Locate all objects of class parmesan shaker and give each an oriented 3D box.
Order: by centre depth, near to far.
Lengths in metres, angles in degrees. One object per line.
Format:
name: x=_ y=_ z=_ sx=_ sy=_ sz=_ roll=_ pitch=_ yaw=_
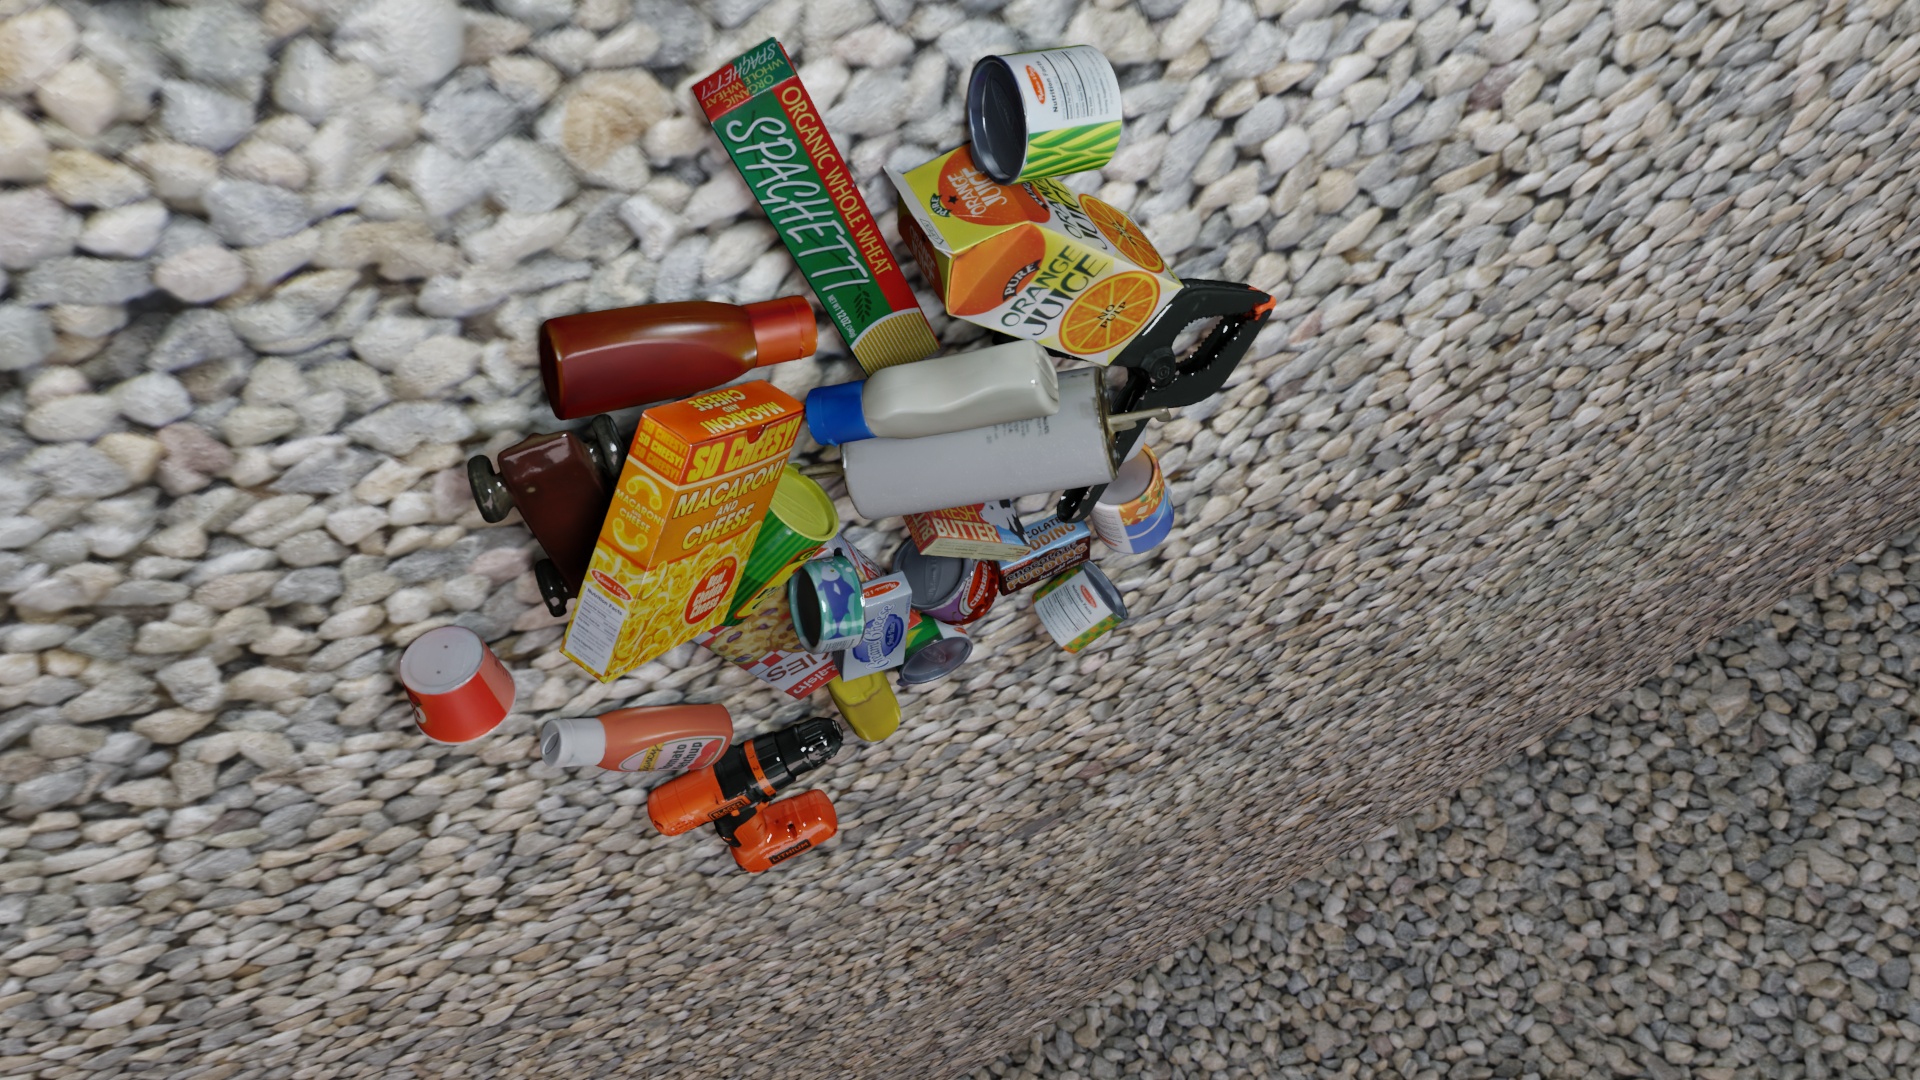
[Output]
parmesan shaker: x=-0.139 y=0.002 z=0.936 sx=0.102 sy=0.071 sz=0.071 roll=-42 pitch=148 yaw=27

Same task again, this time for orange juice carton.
orange juice carton: x=0.036 y=-0.168 z=0.806 sx=0.193 sy=0.072 sz=0.072 roll=9 pitch=134 yaw=-47

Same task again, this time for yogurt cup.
yogurt cup: x=-0.334 y=0.093 z=0.918 sx=0.072 sy=0.072 sz=0.053 roll=-20 pitch=142 yaw=-14

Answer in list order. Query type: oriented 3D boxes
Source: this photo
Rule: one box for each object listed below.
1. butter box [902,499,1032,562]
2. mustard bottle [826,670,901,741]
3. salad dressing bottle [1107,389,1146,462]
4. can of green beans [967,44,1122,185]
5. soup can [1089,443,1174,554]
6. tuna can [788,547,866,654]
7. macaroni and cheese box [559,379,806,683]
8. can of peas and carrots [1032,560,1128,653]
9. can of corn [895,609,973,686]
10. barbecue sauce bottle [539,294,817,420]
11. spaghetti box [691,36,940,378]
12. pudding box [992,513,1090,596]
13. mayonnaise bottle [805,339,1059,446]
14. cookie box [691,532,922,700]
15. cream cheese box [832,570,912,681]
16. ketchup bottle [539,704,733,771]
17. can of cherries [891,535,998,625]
butter box: x=0.004 y=-0.013 z=1.043 sx=0.103 sy=0.053 sz=0.024 roll=6 pitch=139 yaw=-44
mustard bottle: x=-0.080 y=0.144 z=1.212 sx=0.049 sy=0.065 sz=0.159 roll=-29 pitch=155 yaw=-7
salad dressing bottle: x=0.067 y=-0.081 z=0.999 sx=0.148 sy=0.044 sz=0.064 roll=0 pitch=139 yaw=-37
can of green beans: x=0.044 y=-0.224 z=0.730 sx=0.058 sy=0.071 sz=0.071 roll=-15 pitch=148 yaw=-22
soup can: x=0.133 y=-0.038 z=1.101 sx=0.071 sy=0.071 sz=0.083 roll=-29 pitch=150 yaw=2
tuna can: x=-0.093 y=0.042 z=0.959 sx=0.033 sy=0.071 sz=0.070 roll=-8 pitch=145 yaw=-26
macaroni and cheese box: x=-0.163 y=-0.008 z=0.832 sx=0.124 sy=0.040 sz=0.165 roll=-31 pitch=150 yaw=-61
can of peas and carrots: x=0.106 y=0.058 z=1.229 sx=0.058 sy=0.071 sz=0.071 roll=-36 pitch=150 yaw=16
can of corn: x=-0.033 y=0.078 z=1.150 sx=0.071 sy=0.058 sz=0.070 roll=-21 pitch=150 yaw=-13
barbecue sauce bottle: x=-0.154 y=-0.107 z=0.772 sx=0.149 sy=0.044 sz=0.064 roll=-14 pitch=155 yaw=-24
spaghetti box: x=-0.071 y=-0.168 z=0.760 sx=0.050 sy=0.029 sz=0.249 roll=-30 pitch=151 yaw=2
pudding box: x=0.065 y=0.009 z=1.153 sx=0.084 sy=0.030 sz=0.049 roll=-23 pitch=149 yaw=-10
mayonnaise bottle: x=-0.018 y=-0.086 z=0.834 sx=0.148 sy=0.041 sz=0.064 roll=-8 pitch=165 yaw=16
cookie box: x=-0.119 y=0.054 z=1.060 sx=0.123 sy=0.040 sz=0.167 roll=-33 pitch=149 yaw=8
cream cheese box: x=-0.068 y=0.066 z=1.053 sx=0.053 sy=0.024 sz=0.103 roll=-17 pitch=148 yaw=-18
ketchup bottle: x=-0.258 y=0.158 z=1.104 sx=0.149 sy=0.044 sz=0.064 roll=5 pitch=137 yaw=-43
can of cherries: x=-0.009 y=0.030 z=1.081 sx=0.071 sy=0.072 sz=0.058 roll=-35 pitch=150 yaw=13
